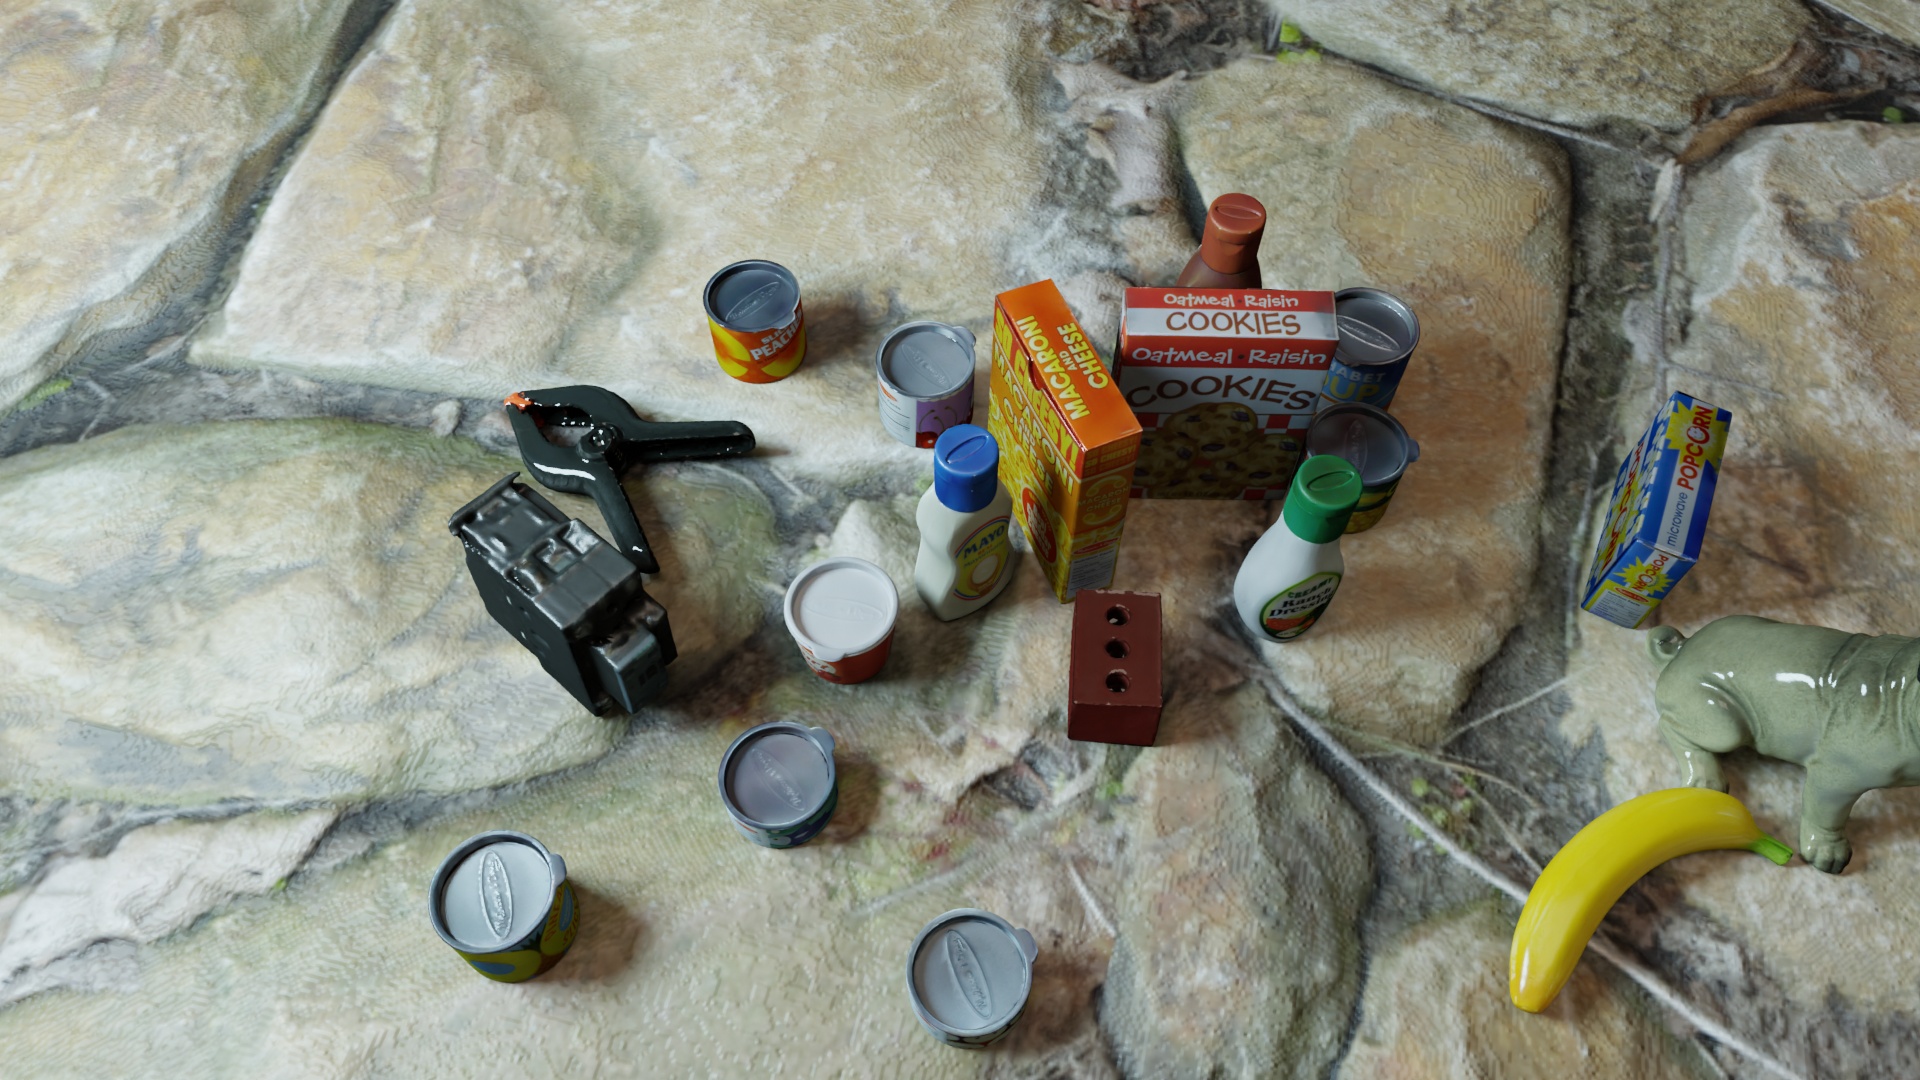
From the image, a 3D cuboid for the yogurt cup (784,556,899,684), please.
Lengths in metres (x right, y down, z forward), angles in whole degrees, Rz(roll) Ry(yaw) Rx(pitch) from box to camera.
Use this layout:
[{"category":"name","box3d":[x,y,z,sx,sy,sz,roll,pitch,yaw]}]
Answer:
[{"category":"yogurt cup","box3d":[-0.070,0.051,0.838,0.072,0.053,0.073,0,57,0]}]

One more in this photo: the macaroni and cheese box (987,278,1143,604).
[{"category":"macaroni and cheese box","box3d":[0.058,-0.056,0.842,0.040,0.165,0.124,-19,60,-12]}]

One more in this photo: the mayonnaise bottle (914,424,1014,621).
[{"category":"mayonnaise bottle","box3d":[0.003,-0.010,0.823,0.065,0.147,0.041,-33,63,-19]}]

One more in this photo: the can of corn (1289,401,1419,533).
[{"category":"can of corn","box3d":[0.254,-0.046,0.901,0.071,0.058,0.071,0,57,0]}]

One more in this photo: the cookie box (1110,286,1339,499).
[{"category":"cookie box","box3d":[0.154,-0.088,0.863,0.123,0.166,0.040,1,58,0]}]

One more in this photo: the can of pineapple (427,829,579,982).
[{"category":"can of pineapple","box3d":[-0.240,0.196,0.741,0.071,0.057,0.071,0,57,0]}]

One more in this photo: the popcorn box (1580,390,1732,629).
[{"category":"popcorn box","box3d":[0.435,-0.018,0.869,0.038,0.084,0.127,23,60,13]}]

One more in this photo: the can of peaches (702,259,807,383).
[{"category":"can of peaches","box3d":[-0.140,-0.150,0.965,0.071,0.057,0.071,0,57,0]}]

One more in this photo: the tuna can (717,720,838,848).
[{"category":"tuna can","box3d":[-0.101,0.138,0.794,0.071,0.032,0.071,0,57,0]}]

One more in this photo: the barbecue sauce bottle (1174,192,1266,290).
[{"category":"barbecue sauce bottle","box3d":[0.172,-0.165,0.924,0.065,0.147,0.044,12,58,7]}]

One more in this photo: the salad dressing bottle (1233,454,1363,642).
[{"category":"salad dressing bottle","box3d":[0.199,0.006,0.814,0.064,0.147,0.044,-16,59,-10]}]

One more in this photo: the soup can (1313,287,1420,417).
[{"category":"soup can","box3d":[0.262,-0.116,0.931,0.071,0.083,0.072,0,57,0]}]

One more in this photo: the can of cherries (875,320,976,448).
[{"category":"can of cherries","box3d":[-0.021,-0.105,0.937,0.071,0.058,0.072,0,57,0]}]

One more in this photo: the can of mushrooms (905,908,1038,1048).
[{"category":"can of mushrooms","box3d":[0.007,0.231,0.735,0.071,0.033,0.071,0,57,0]}]
